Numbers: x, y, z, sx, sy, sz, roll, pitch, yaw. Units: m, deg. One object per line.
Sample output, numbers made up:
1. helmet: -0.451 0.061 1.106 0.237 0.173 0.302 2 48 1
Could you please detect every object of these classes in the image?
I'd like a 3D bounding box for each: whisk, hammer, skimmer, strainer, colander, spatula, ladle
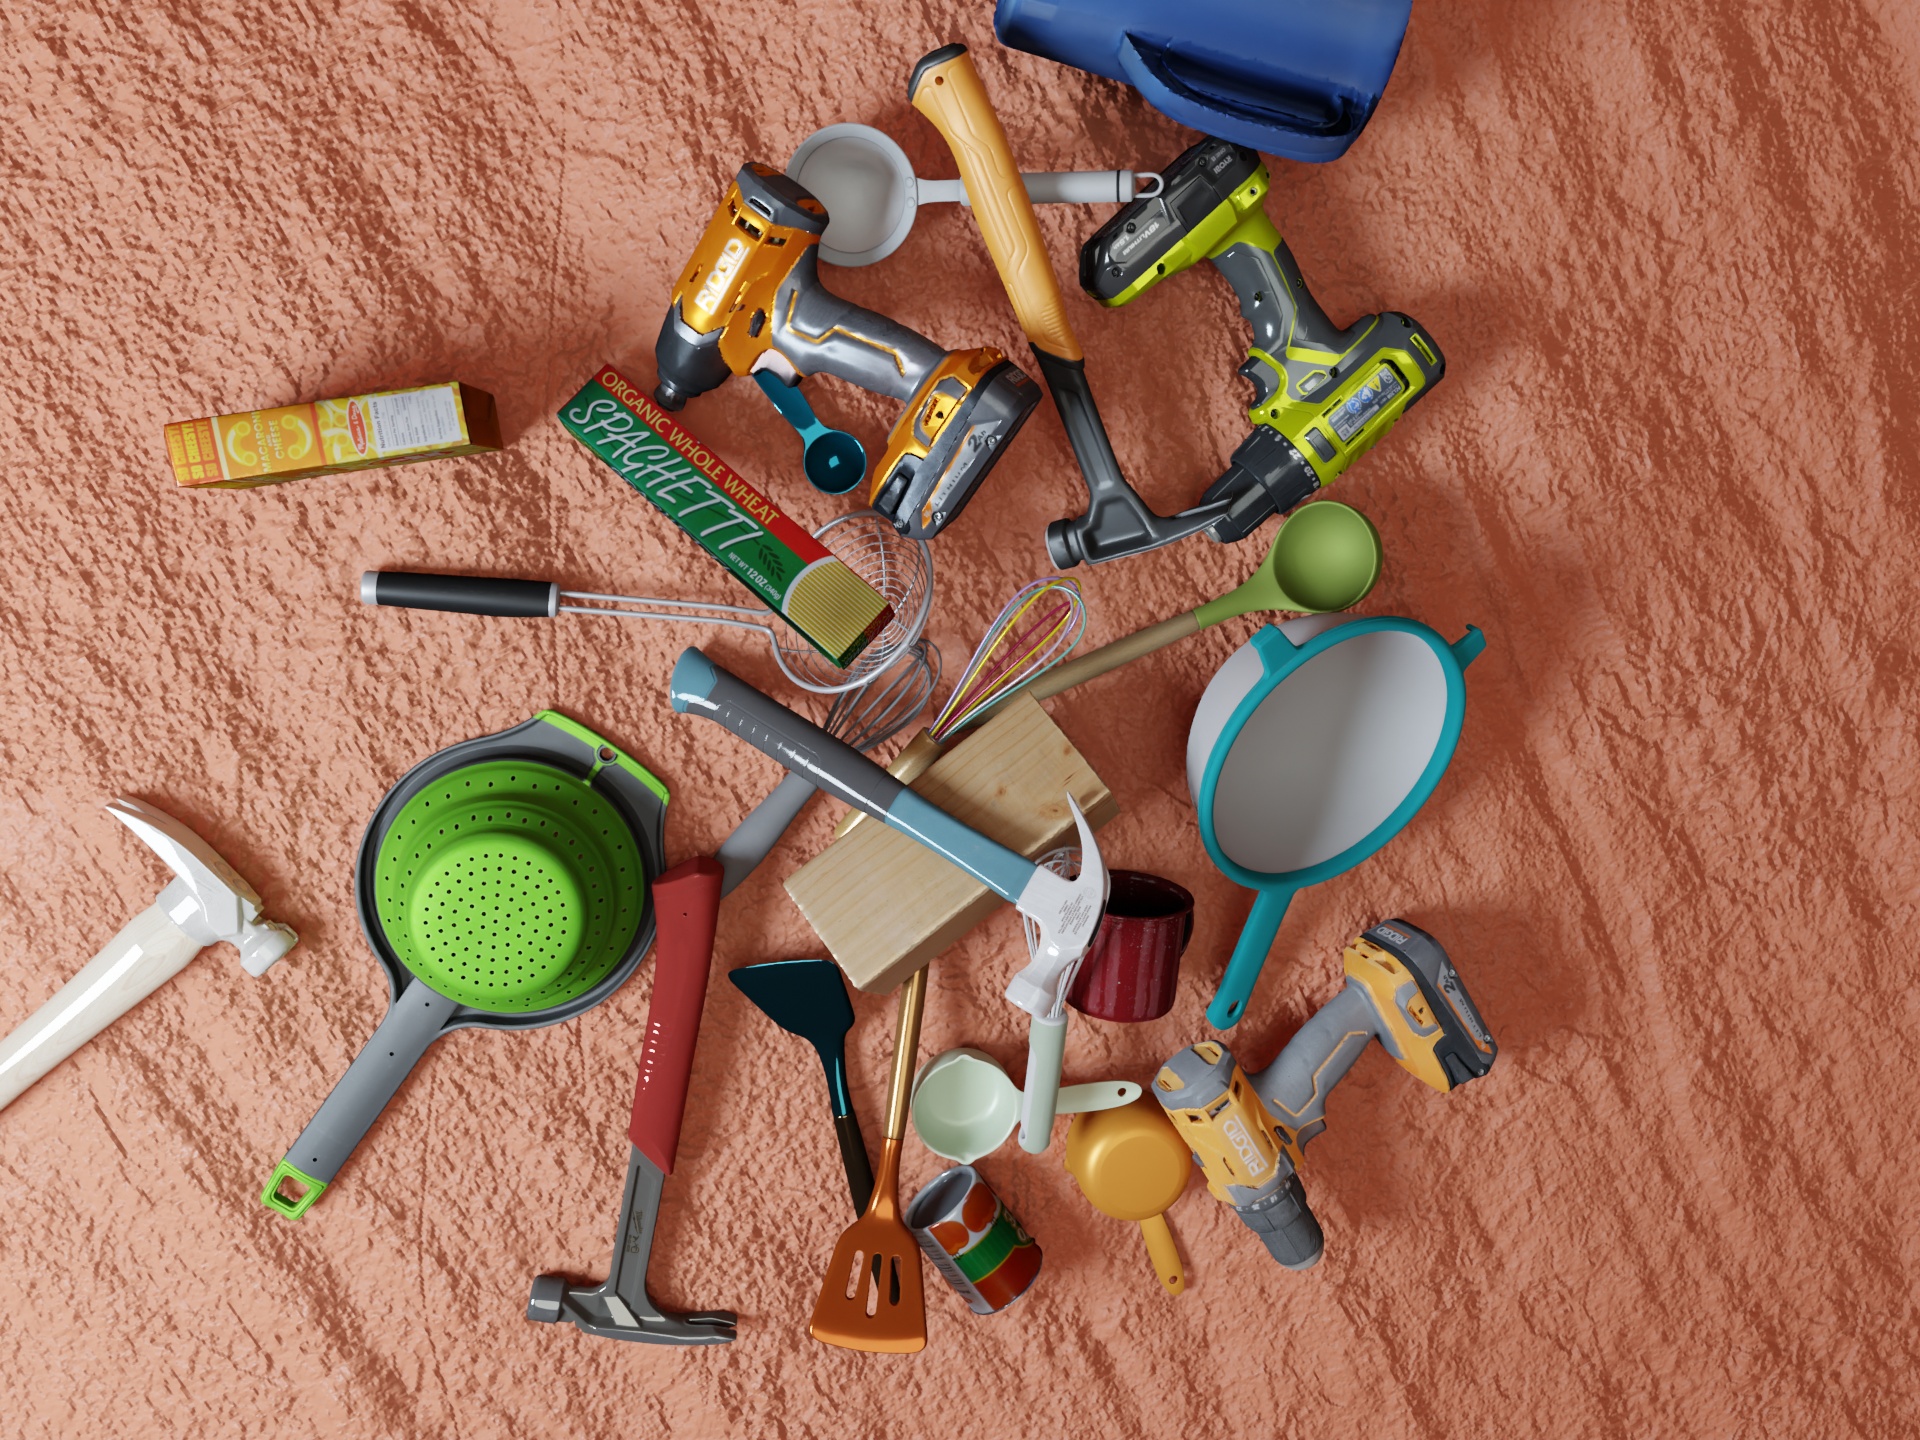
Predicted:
1. whisk: 0.061 0.192 1.071 0.059 0.058 0.246 1 115 -9
2. hammer: -0.053 0.048 1.016 0.331 0.033 0.128 30 85 16
3. skimmer: -0.201 -0.086 1.019 0.363 0.090 0.127 4 69 -6
4. whisk: 0.000 -0.003 1.073 0.051 0.047 0.245 42 105 0
5. strainer: 0.215 0.060 1.109 0.211 0.095 0.340 -2 123 -29
6. hammer: 0.059 -0.254 0.991 0.127 0.034 0.336 -13 118 25
7. hammer: -0.638 0.229 1.043 0.410 0.038 0.146 -42 102 1
8. colander: -0.345 0.183 1.045 0.204 0.094 0.397 36 94 -12
9. spatula: -0.083 0.307 1.131 0.082 0.044 0.317 -9 104 18
10. strainer: -0.002 -0.332 1.000 0.258 0.050 0.086 2 110 9
11. spatula: -0.042 0.264 1.096 0.081 0.041 0.322 8 86 -1
12. whisk: -0.098 0.036 1.079 0.055 0.055 0.239 40 97 -13
13. ladle: 0.137 -0.062 1.089 0.320 0.062 0.078 -23 76 0
14. hammer: -0.199 0.268 1.099 0.149 0.037 0.359 10 104 -9

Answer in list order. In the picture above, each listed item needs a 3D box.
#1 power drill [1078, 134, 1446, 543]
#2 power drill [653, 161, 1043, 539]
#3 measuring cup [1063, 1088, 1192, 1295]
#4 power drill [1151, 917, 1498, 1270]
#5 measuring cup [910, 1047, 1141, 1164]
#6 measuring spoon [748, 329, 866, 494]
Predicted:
1. power drill: 0.184 -0.248 1.050 0.190 0.080 0.228 -42 105 3
2. power drill: -0.082 -0.213 0.993 0.226 0.084 0.164 37 115 0
3. measuring cup: 0.139 0.358 1.166 0.095 0.052 0.173 -21 101 -4
4. power drill: 0.271 0.273 1.144 0.226 0.084 0.185 -33 104 -8
5. measuring cup: 0.045 0.269 1.146 0.167 0.038 0.083 -4 101 -9
6. measuring spoon: -0.108 -0.205 1.050 0.042 0.021 0.128 -36 94 2
